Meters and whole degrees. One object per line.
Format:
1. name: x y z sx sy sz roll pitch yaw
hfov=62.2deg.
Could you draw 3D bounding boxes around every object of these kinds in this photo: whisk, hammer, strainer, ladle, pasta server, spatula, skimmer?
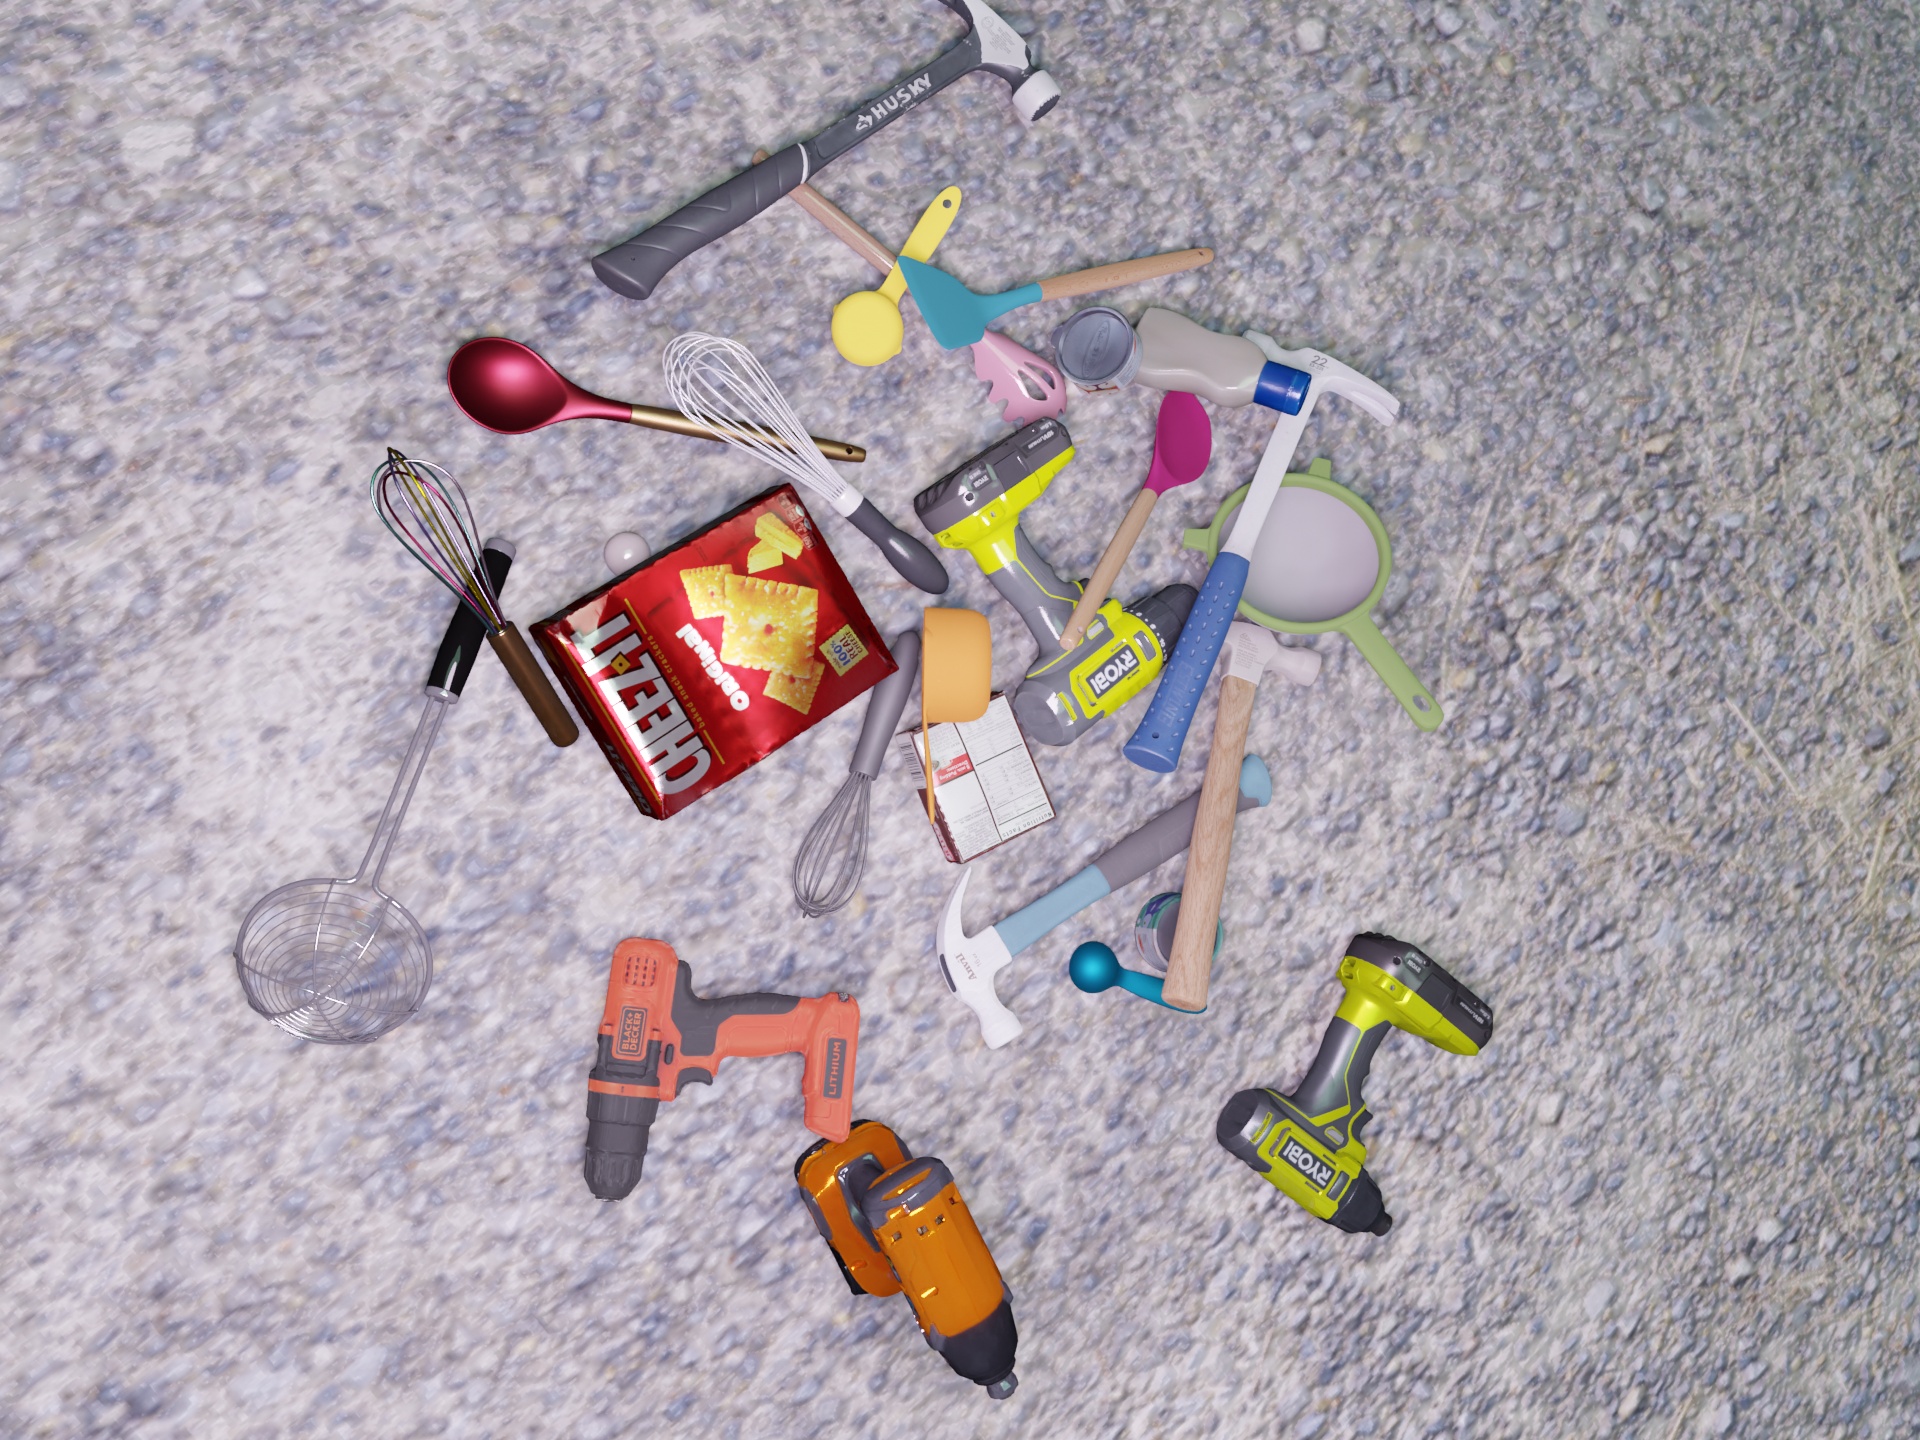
1. whisk: -0.327 -0.079 1.090 0.051 0.047 0.244 -55 131 -41
2. whisk: -0.075 0.039 1.211 0.055 0.055 0.239 23 74 -17
3. hammer: 0.229 -0.137 1.276 0.144 0.035 0.406 21 68 10
4. strainer: 0.305 -0.086 1.310 0.151 0.069 0.256 -30 70 -12
5. whisk: -0.108 -0.188 1.197 0.284 0.070 0.070 41 74 -25
6. hammer: -0.111 -0.442 1.222 0.409 0.036 0.149 -39 92 -21
7. ladle: -0.221 -0.226 1.189 0.315 0.031 0.069 7 86 -21
8. hammer: 0.123 0.121 1.273 0.331 0.033 0.128 -30 82 -23
9. pasta server: -0.037 -0.342 1.265 0.316 0.040 0.060 38 75 -9
10. hammer: 0.204 0.069 1.277 0.130 0.031 0.331 18 66 -8
11. spatula: 0.088 -0.354 1.278 0.317 0.044 0.082 -21 79 -29
12. skimmer: -0.386 0.044 1.109 0.127 0.090 0.363 21 69 -14

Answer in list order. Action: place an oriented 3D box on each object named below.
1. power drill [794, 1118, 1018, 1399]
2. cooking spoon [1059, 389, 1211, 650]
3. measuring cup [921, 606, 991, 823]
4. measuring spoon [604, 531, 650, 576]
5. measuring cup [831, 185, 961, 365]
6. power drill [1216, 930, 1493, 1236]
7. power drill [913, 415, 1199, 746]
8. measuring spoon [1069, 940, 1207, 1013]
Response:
1. power drill: -0.033 0.371 1.105 0.084 0.226 0.164 -28 96 -19
2. cooking spoon: 0.140 -0.162 1.255 0.068 0.017 0.319 50 47 -22
3. measuring cup: -0.002 -0.004 1.179 0.052 0.095 0.174 -1 63 -3
4. measuring spoon: -0.240 -0.079 1.175 0.034 0.018 0.124 -6 89 -20
5. measuring cup: -0.045 -0.346 1.229 0.062 0.029 0.156 33 99 -7
6. power drill: 0.337 0.305 1.326 0.171 0.080 0.223 39 79 -12
7. power drill: 0.085 -0.118 1.262 0.190 0.080 0.228 -38 101 -28
8. measuring spoon: 0.149 0.214 1.290 0.128 0.021 0.042 22 79 -16
